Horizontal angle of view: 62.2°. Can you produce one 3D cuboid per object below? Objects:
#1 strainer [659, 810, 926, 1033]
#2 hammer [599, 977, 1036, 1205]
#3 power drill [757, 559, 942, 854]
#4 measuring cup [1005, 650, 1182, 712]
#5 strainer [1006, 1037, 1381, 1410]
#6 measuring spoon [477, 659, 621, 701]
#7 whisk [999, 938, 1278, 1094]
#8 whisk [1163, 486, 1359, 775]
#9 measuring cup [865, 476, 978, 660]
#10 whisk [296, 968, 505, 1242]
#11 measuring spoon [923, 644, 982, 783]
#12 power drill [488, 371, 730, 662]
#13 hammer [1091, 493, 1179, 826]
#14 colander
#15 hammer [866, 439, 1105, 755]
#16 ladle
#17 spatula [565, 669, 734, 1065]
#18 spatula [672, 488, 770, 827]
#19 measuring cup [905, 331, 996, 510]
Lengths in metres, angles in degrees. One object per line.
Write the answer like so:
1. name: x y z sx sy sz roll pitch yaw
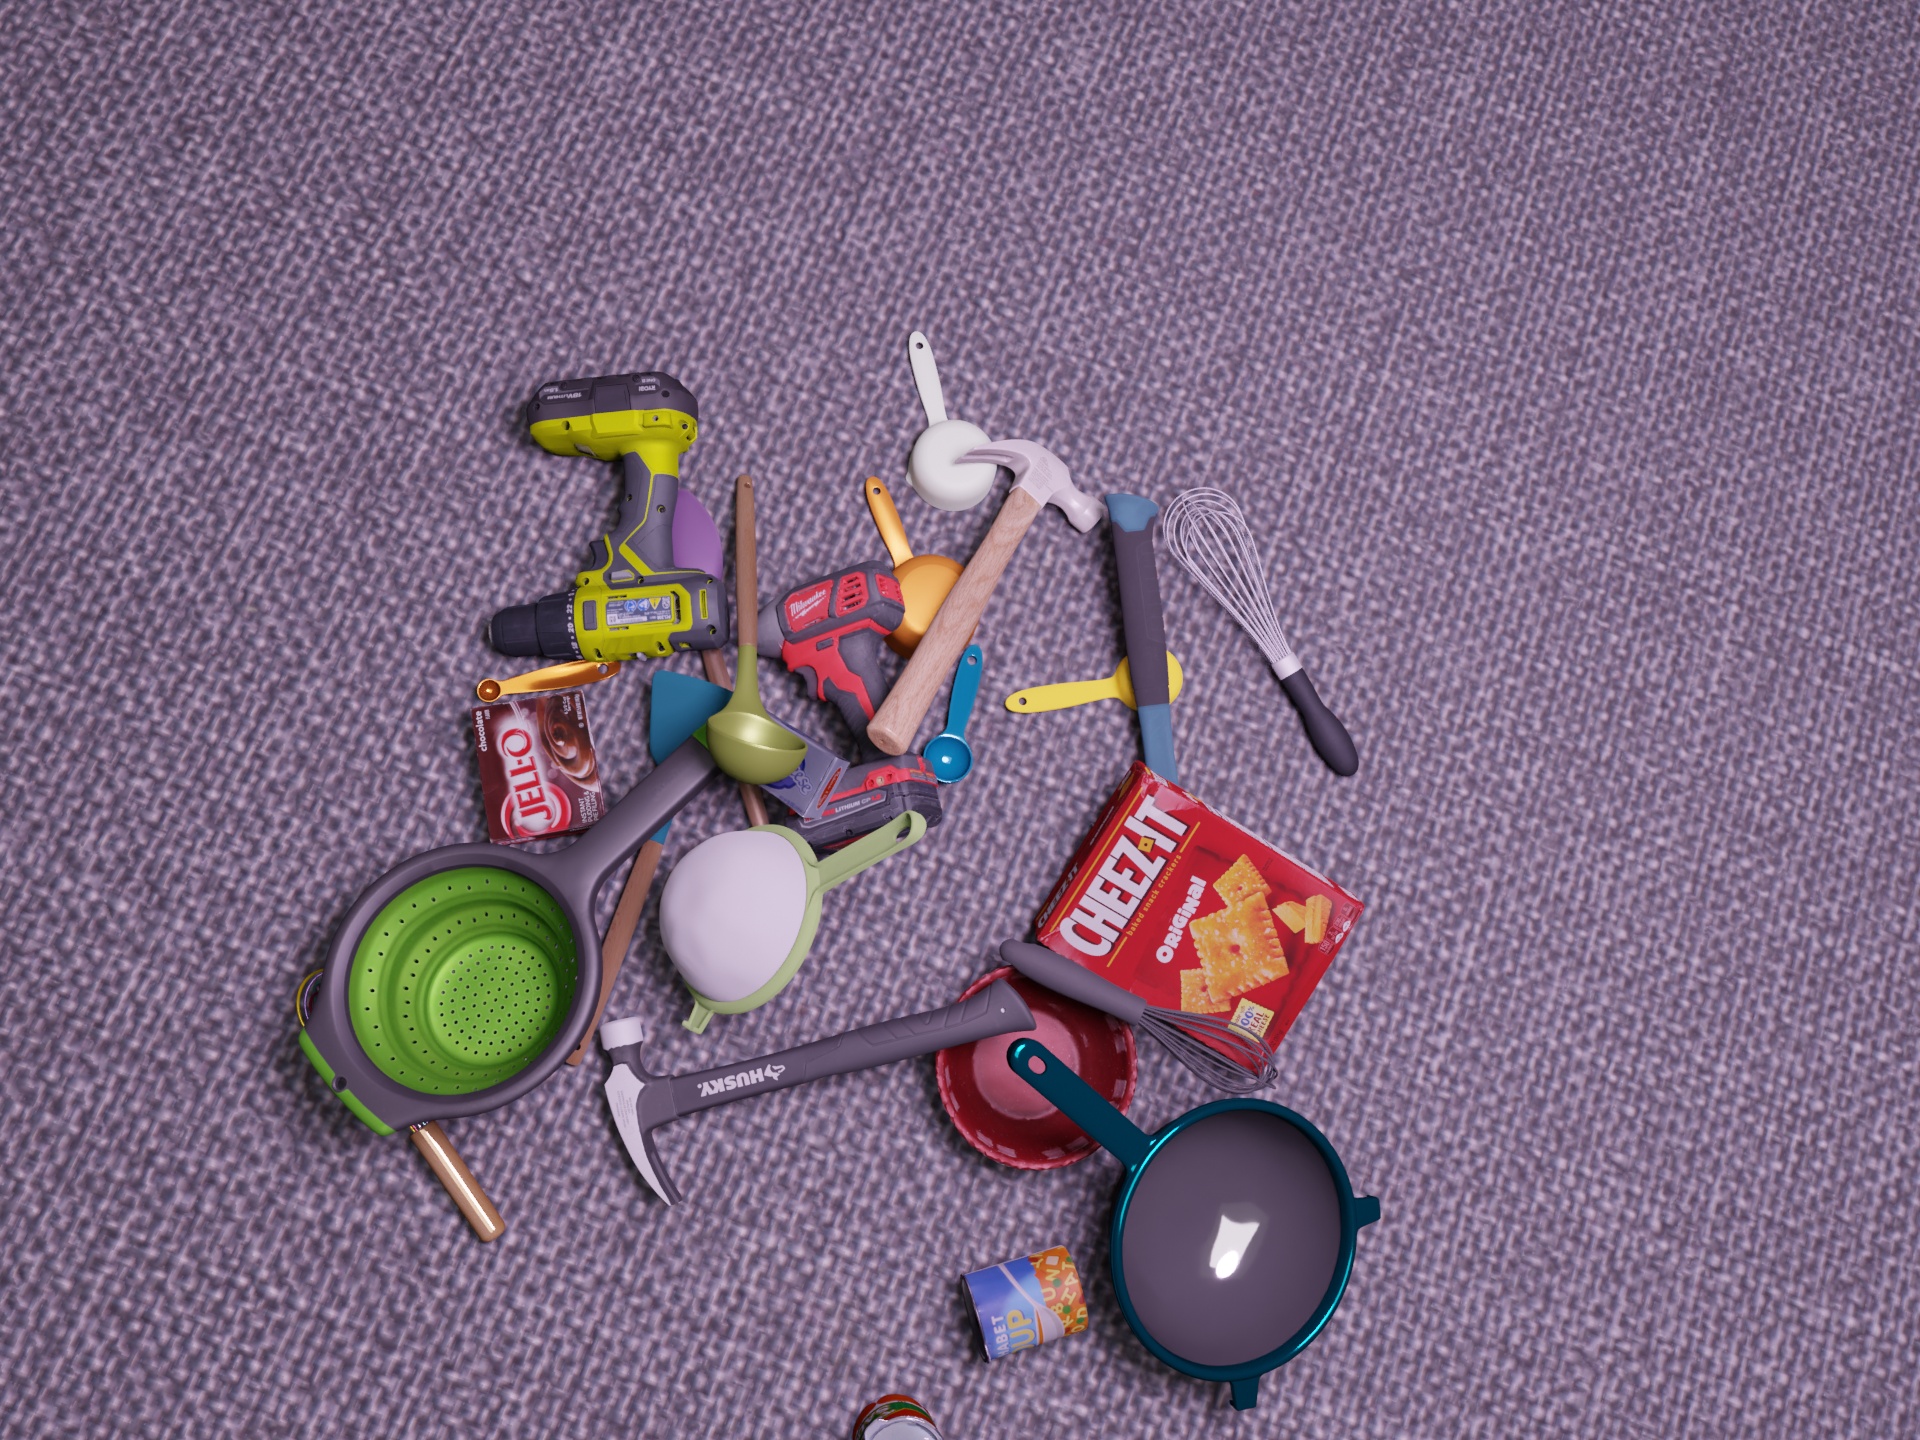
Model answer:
1. strainer: -0.140 0.119 1.180 0.069 0.256 0.152 29 41 -43
2. hammer: -0.106 0.267 1.226 0.335 0.035 0.146 -15 79 3
3. power drill: -0.101 -0.009 1.286 0.143 0.078 0.220 -18 75 20
4. measuring cup: 0.116 -0.028 1.355 0.156 0.029 0.062 -10 80 -12
5. strainer: 0.149 0.351 1.227 0.340 0.095 0.211 42 75 -12
6. measuring spoon: -0.337 -0.033 1.308 0.117 0.011 0.021 -12 80 -14
7. whisk: 0.138 0.228 1.237 0.239 0.055 0.055 25 76 4
8. whisk: 0.264 -0.074 1.376 0.070 0.070 0.284 -30 89 -13
9. measuring cup: -0.042 -0.135 1.344 0.095 0.052 0.174 -21 84 -11
10. whisk: -0.426 0.294 1.209 0.051 0.047 0.245 -35 89 26
11. measuring spoon: -0.002 -0.004 1.346 0.042 0.021 0.129 16 68 -5
12. power drill: -0.293 -0.159 1.303 0.190 0.080 0.228 -5 81 2
13. hammer: 0.161 -0.027 1.330 0.128 0.033 0.331 -7 90 -2
14. colander: -0.307 0.147 1.221 0.205 0.094 0.397 42 75 16
15. hammer: 0.008 -0.106 1.288 0.130 0.031 0.331 40 55 -15
16. ladle: -0.165 -0.084 1.260 0.078 0.062 0.320 13 50 -24
17. spatula: -0.256 0.120 1.268 0.082 0.044 0.317 19 78 -3
18. spatula: -0.202 -0.045 1.322 0.060 0.018 0.316 -16 80 -6
19. measuring cup: -0.017 -0.266 1.382 0.083 0.038 0.168 -13 83 -10
